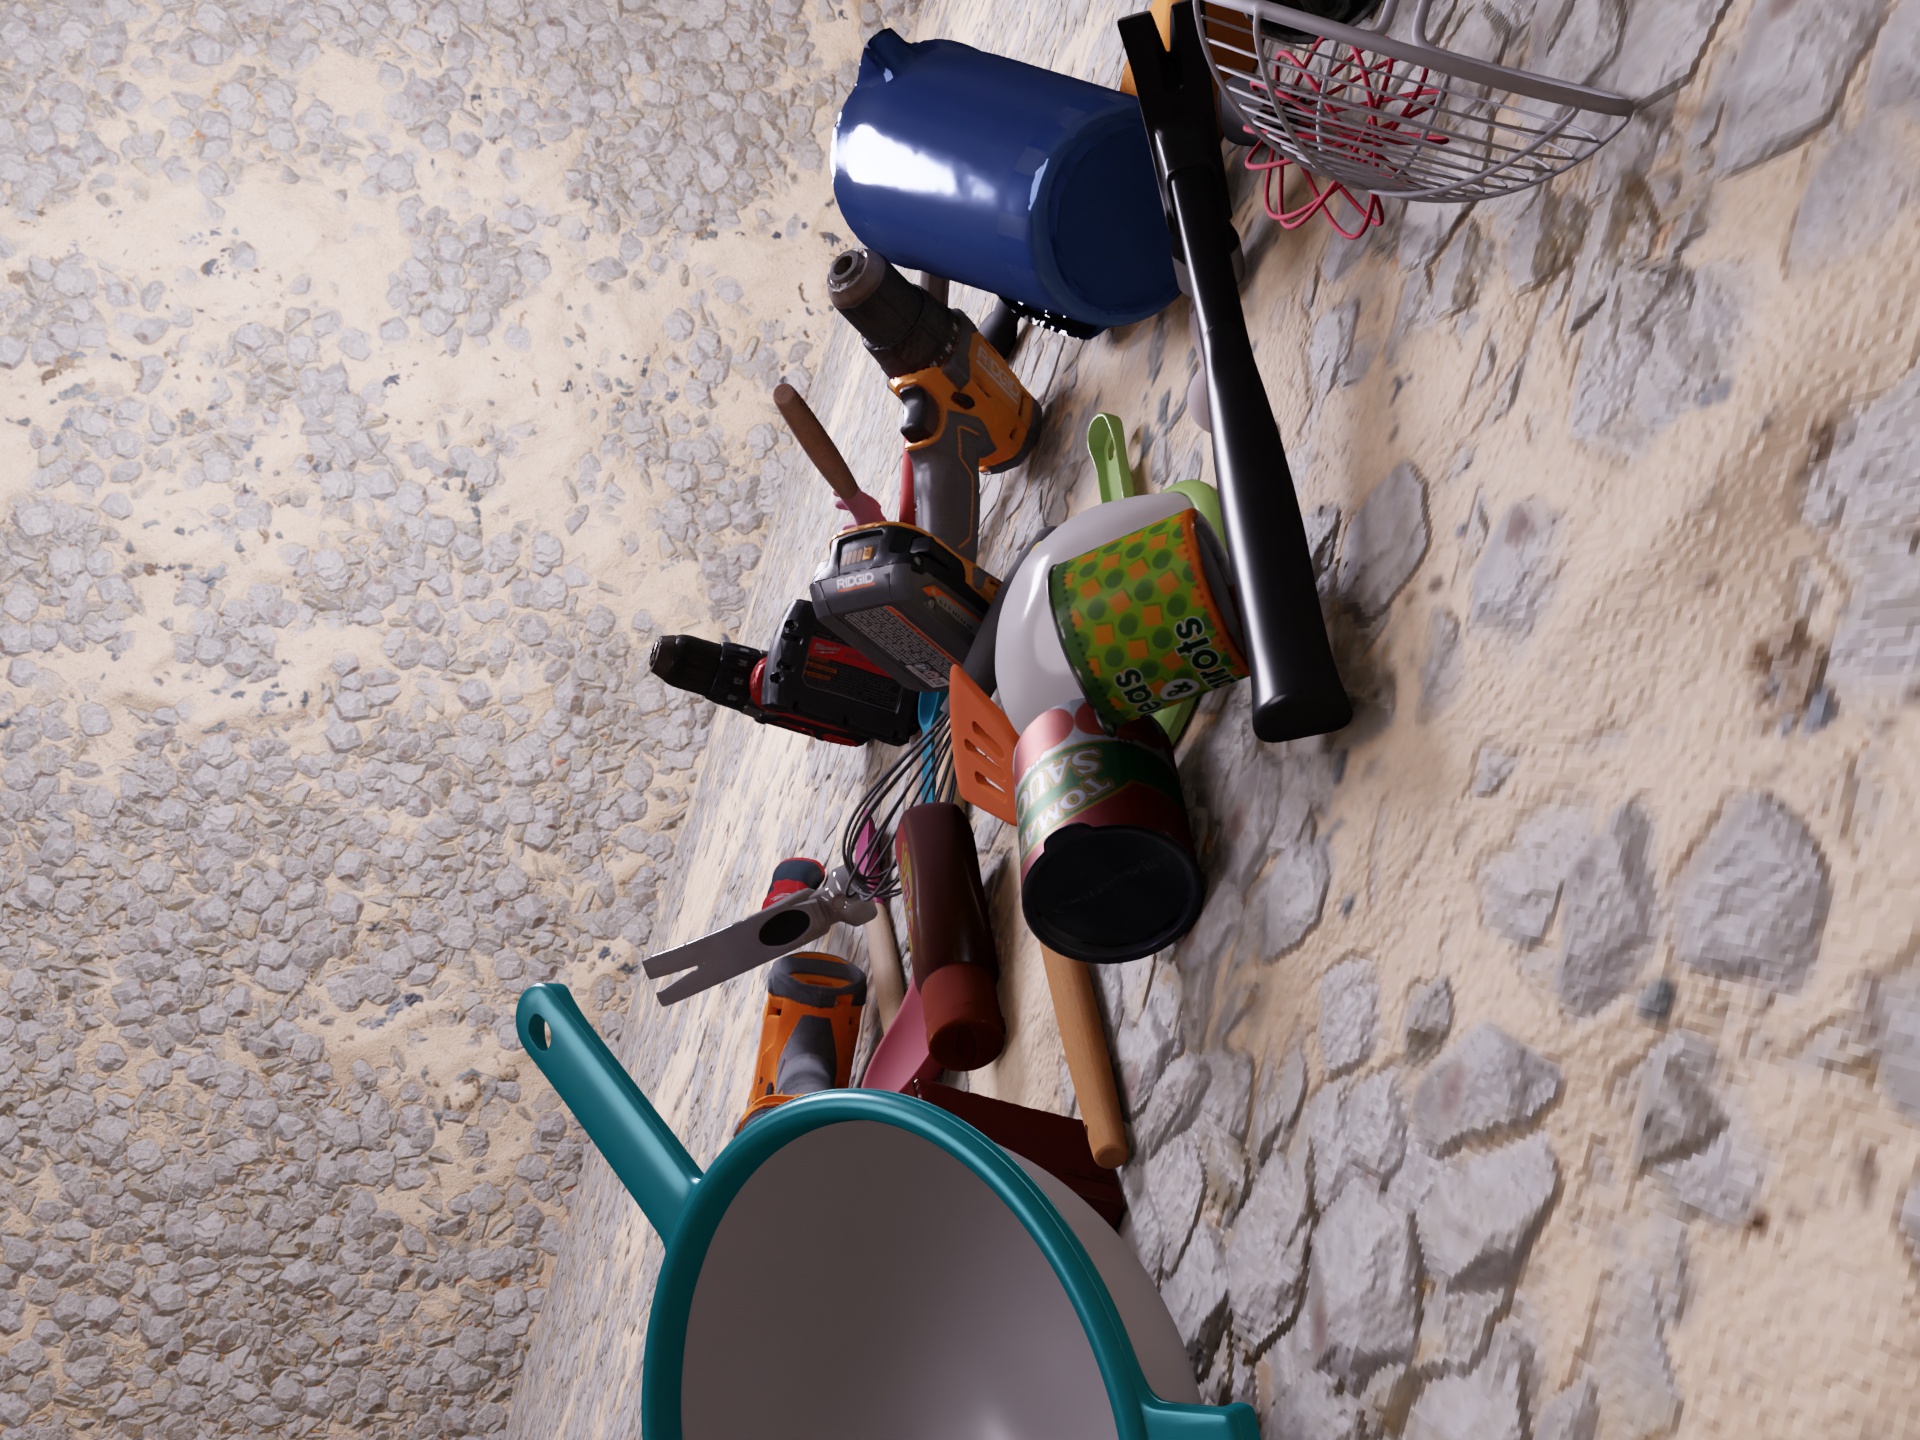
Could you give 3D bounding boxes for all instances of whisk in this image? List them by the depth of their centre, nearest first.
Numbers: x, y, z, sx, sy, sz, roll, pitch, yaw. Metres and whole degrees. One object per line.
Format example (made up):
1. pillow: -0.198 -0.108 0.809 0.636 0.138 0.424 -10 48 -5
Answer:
1. whisk: 0.137 -0.245 0.651 0.296 0.073 0.073 -90 21 -67
2. whisk: -0.002 -0.003 0.890 0.239 0.055 0.055 -62 14 1
3. whisk: 0.050 -0.317 1.095 0.284 0.070 0.070 126 157 -68

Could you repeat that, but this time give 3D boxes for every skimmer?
1. skimmer: 0.169 -0.302 0.510 0.090 0.127 0.363 96 -167 -66

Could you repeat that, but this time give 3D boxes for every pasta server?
1. pasta server: -0.086 -0.157 1.032 0.316 0.040 0.060 50 -148 -80

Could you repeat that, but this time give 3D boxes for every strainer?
1. strainer: -0.038 0.189 0.528 0.341 0.095 0.211 37 110 41
2. strainer: 0.055 -0.077 0.740 0.257 0.069 0.151 -91 22 -48

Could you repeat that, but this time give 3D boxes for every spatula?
1. spatula: 0.030 0.080 0.713 0.323 0.041 0.081 -101 7 -60

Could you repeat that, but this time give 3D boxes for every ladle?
1. ladle: -0.013 0.084 0.913 0.069 0.031 0.316 -36 33 39

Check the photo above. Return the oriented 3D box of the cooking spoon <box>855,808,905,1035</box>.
1. cooking spoon: -0.053 0.136 1.032 0.319 0.017 0.068 -111 31 -69

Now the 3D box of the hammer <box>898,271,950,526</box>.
1. hammer: -0.027 -0.225 1.078 0.149 0.037 0.358 -30 -48 -52

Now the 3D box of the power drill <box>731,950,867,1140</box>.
1. power drill: -0.093 0.251 0.920 0.227 0.084 0.164 -109 29 -74

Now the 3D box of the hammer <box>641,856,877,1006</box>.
1. hammer: -0.138 0.136 1.140 0.386 0.143 0.038 164 83 -84

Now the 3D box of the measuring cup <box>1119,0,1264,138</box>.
1. measuring cup: 0.107 -0.345 0.888 0.173 0.052 0.095 159 126 -71

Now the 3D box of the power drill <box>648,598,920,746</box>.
1. power drill: -0.130 -0.033 1.198 0.227 0.187 0.080 170 116 -71

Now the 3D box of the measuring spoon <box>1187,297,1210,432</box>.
1. measuring spoon: 0.111 -0.175 0.742 0.124 0.018 0.034 -89 20 -51

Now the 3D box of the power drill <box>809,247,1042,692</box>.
1. power drill: -0.027 -0.153 0.950 0.084 0.185 0.226 -9 60 33

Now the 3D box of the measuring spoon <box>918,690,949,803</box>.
1. measuring spoon: -0.012 0.025 1.019 0.042 0.021 0.129 131 144 -58

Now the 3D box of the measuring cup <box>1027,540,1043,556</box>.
1. measuring cup: 0.048 -0.031 0.812 0.157 0.029 0.062 -92 22 -47

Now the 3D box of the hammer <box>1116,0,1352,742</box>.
1. hammer: 0.101 -0.130 0.593 0.146 0.035 0.335 65 -162 -49
